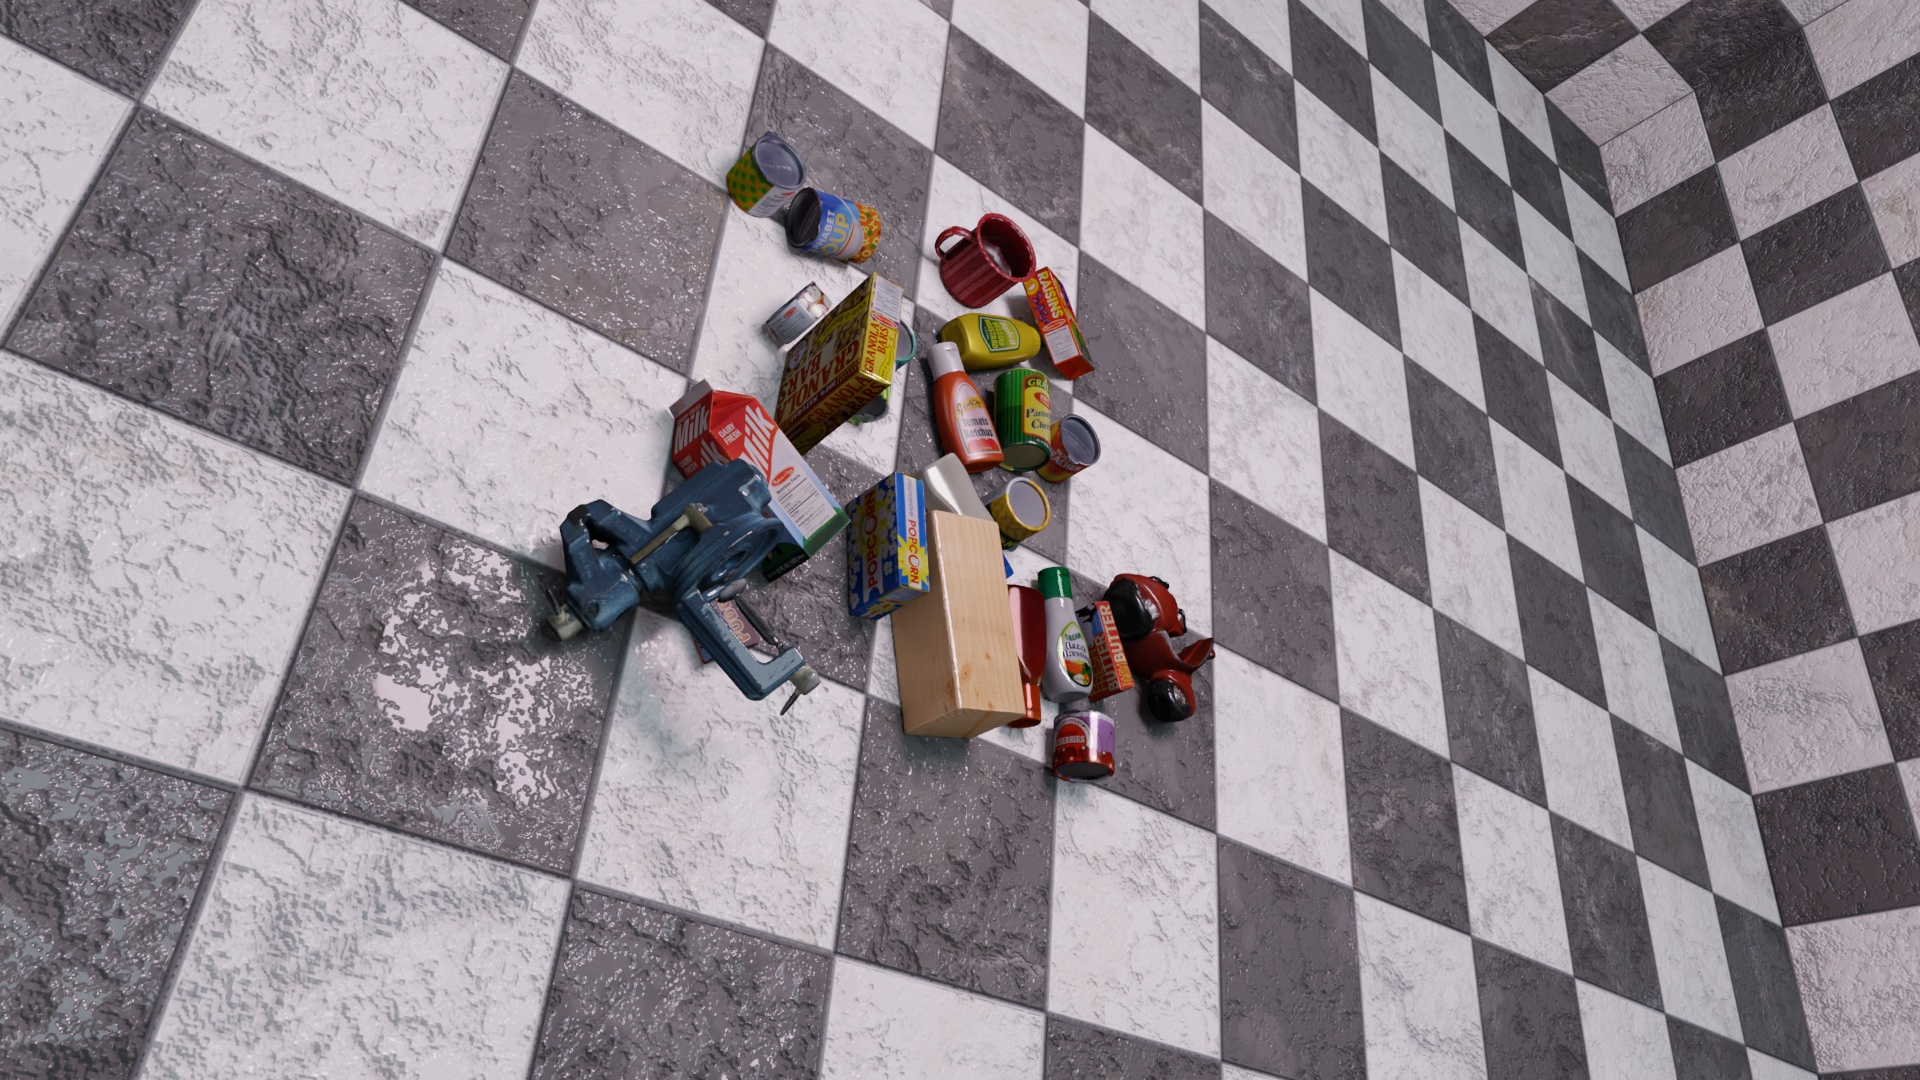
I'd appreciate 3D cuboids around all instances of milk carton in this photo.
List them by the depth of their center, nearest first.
[{"bbox_3d":[-0.200,-0.063,1.312,0.190,0.072,0.074,53,44,-9],"label":"milk carton"}]

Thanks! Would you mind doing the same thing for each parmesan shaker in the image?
[{"bbox_3d":[0.073,-0.137,1.608,0.071,0.071,0.103,22,55,-33],"label":"parmesan shaker"}]

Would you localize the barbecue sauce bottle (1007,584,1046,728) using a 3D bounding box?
[{"bbox_3d":[0.064,0.123,1.474,0.065,0.043,0.149,17,58,-36],"label":"barbecue sauce bottle"}]

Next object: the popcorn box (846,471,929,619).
[{"bbox_3d":[-0.074,0.005,1.381,0.038,0.085,0.127,17,57,-37],"label":"popcorn box"}]

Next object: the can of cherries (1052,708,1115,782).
[{"bbox_3d":[0.128,0.217,1.465,0.071,0.071,0.058,24,55,-32],"label":"can of cherries"}]

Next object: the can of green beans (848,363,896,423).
[{"bbox_3d":[-0.103,-0.165,1.459,0.071,0.071,0.058,26,53,-31],"label":"can of green beans"}]

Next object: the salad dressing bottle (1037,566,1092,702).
[{"bbox_3d":[0.110,0.102,1.528,0.064,0.044,0.148,15,59,-40],"label":"salad dressing bottle"}]

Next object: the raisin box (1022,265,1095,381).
[{"bbox_3d":[0.121,-0.267,1.717,0.123,0.040,0.086,71,15,12],"label":"raisin box"}]

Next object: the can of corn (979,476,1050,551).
[{"bbox_3d":[0.059,-0.028,1.540,0.071,0.058,0.071,21,56,-33],"label":"can of corn"}]

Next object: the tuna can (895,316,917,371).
[{"bbox_3d":[-0.083,-0.217,1.530,0.071,0.032,0.071,21,55,-33],"label":"tuna can"}]

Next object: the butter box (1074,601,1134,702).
[{"bbox_3d":[0.155,0.124,1.550,0.024,0.053,0.103,-3,70,-41],"label":"butter box"}]

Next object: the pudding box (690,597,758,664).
[{"bbox_3d":[-0.222,0.065,1.253,0.050,0.030,0.084,-15,78,-45],"label":"pudding box"}]

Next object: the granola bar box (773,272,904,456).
[{"bbox_3d":[-0.123,-0.172,1.373,0.039,0.165,0.125,25,53,-29],"label":"granola bar box"}]

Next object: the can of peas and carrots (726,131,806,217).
[{"bbox_3d":[-0.210,-0.392,1.490,0.071,0.058,0.071,22,54,-33],"label":"can of peas and carrots"}]

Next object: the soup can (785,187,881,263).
[{"bbox_3d":[-0.138,-0.342,1.522,0.084,0.071,0.071,7,64,-40],"label":"soup can"}]

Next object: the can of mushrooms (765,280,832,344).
[{"bbox_3d":[-0.166,-0.237,1.441,0.033,0.070,0.071,48,44,-14],"label":"can of mushrooms"}]

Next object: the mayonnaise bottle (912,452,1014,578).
[{"bbox_3d":[0.005,-0.019,1.500,0.065,0.041,0.148,-32,92,-46],"label":"mayonnaise bottle"}]

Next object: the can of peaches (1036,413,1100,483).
[{"bbox_3d":[0.122,-0.106,1.640,0.071,0.058,0.071,21,56,-34],"label":"can of peaches"}]

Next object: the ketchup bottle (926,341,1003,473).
[{"bbox_3d":[-0.001,-0.149,1.561,0.065,0.043,0.149,-6,72,-38],"label":"ketchup bottle"}]

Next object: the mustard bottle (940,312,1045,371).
[{"bbox_3d":[0.048,-0.236,1.649,0.161,0.048,0.065,-9,78,-45],"label":"mustard bottle"}]
